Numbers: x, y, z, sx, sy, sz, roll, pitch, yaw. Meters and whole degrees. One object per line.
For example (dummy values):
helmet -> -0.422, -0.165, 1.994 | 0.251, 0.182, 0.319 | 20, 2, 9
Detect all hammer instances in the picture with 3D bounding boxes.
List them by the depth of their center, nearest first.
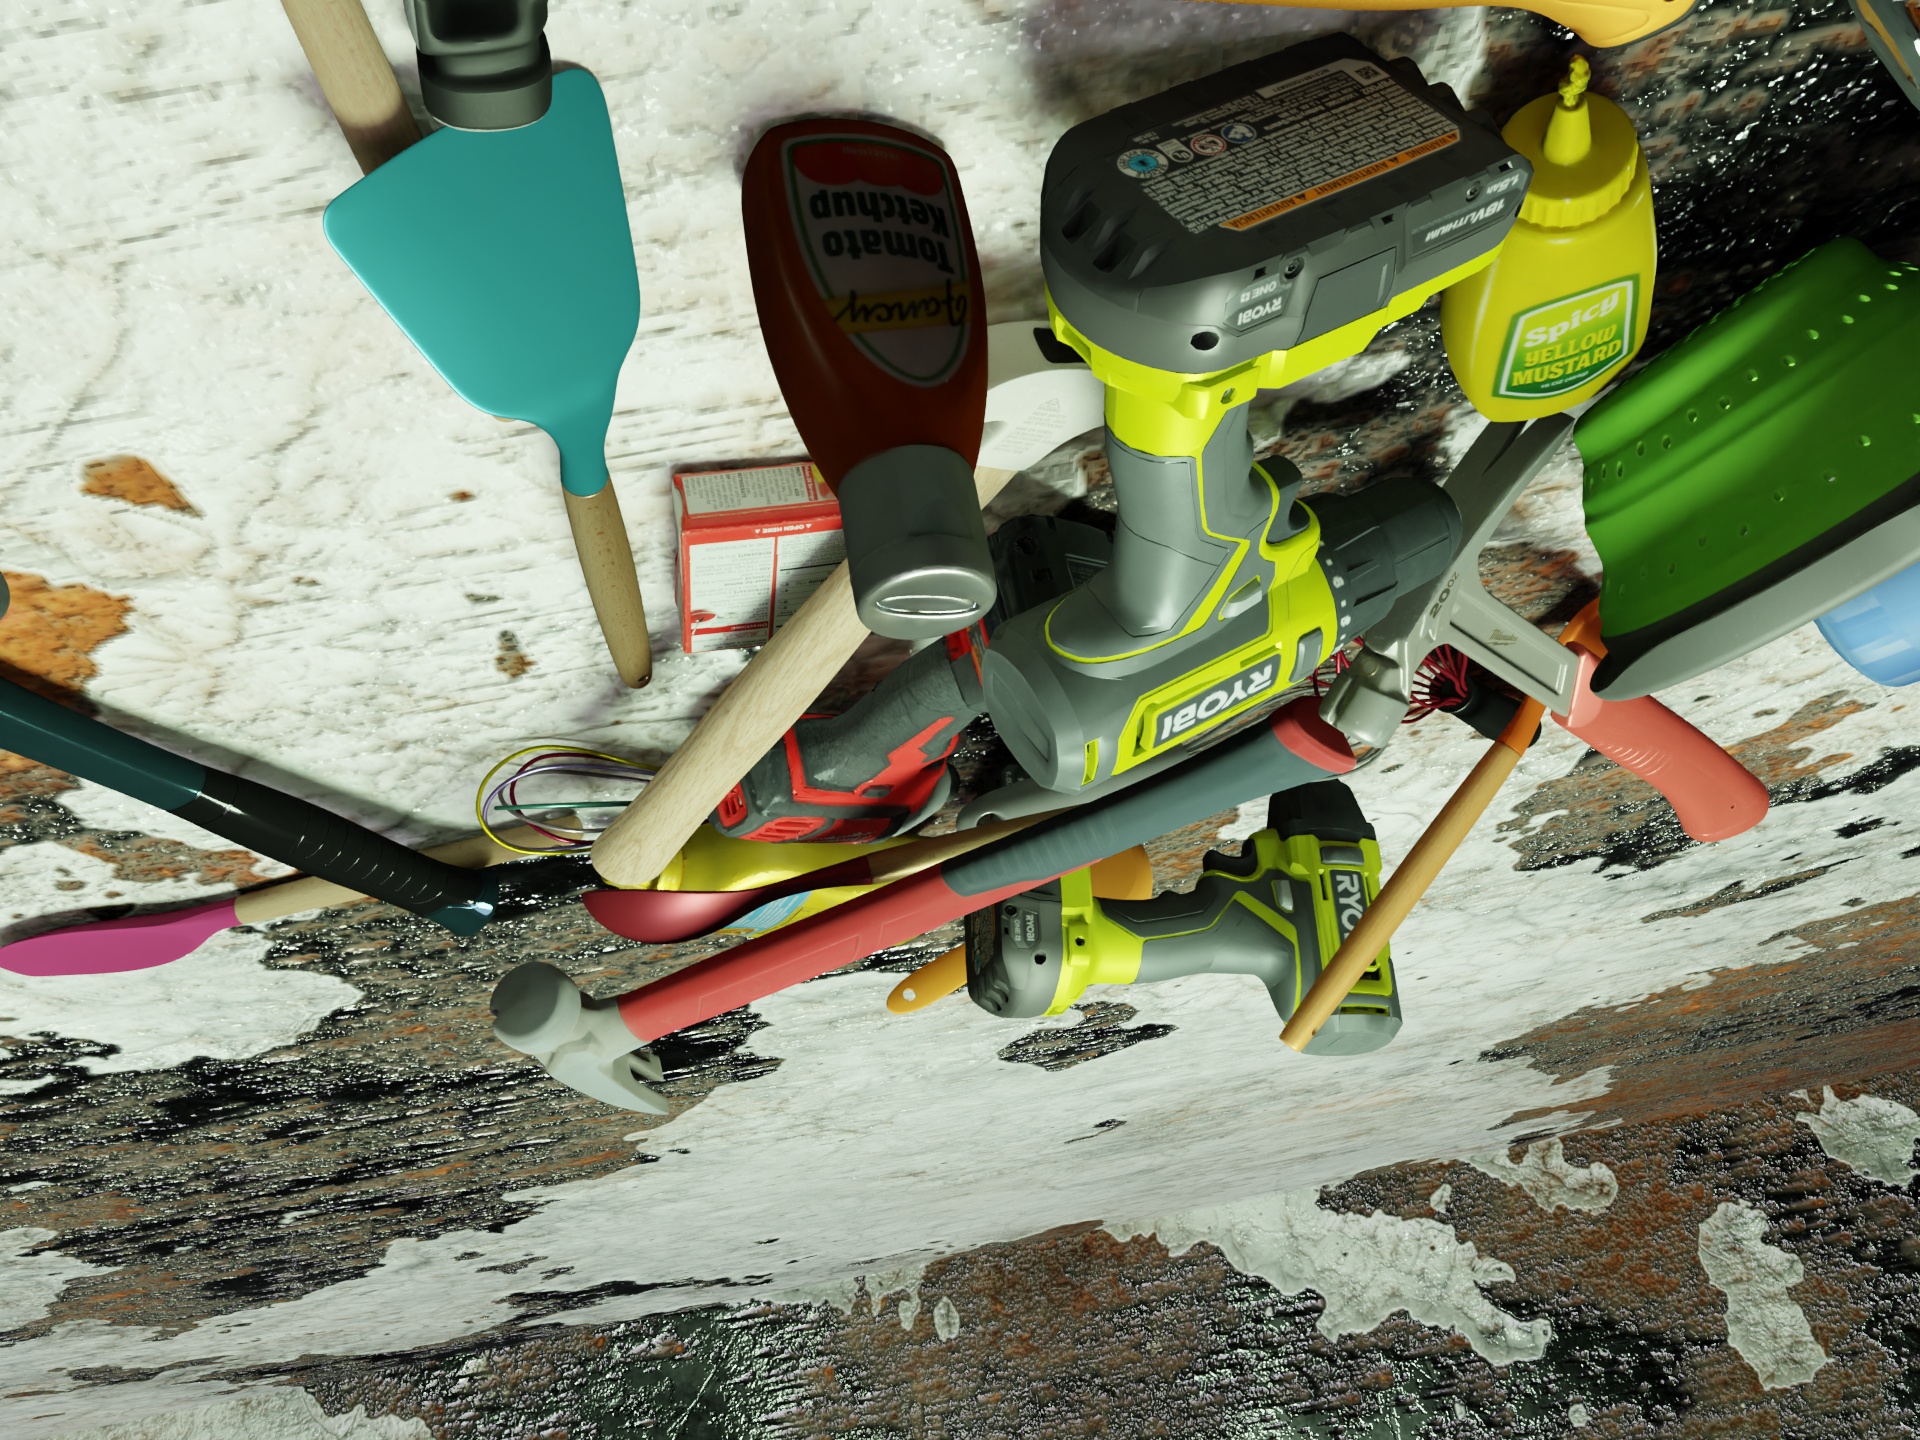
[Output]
hammer -> 0.039, -0.197, 0.382 | 0.336, 0.034, 0.127 | -5, 154, -14
hammer -> -0.058, -0.028, 0.603 | 0.130, 0.031, 0.331 | 0, 146, -43
hammer -> -0.319, 0.033, 0.677 | 0.128, 0.033, 0.330 | -21, 148, 20
hammer -> -0.007, 0.085, 0.723 | 0.386, 0.038, 0.143 | -22, 149, 6
hammer -> 0.305, -0.014, 0.744 | 0.358, 0.037, 0.149 | 22, 103, -42

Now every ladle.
ladle -> -0.018, 0.063, 0.747 | 0.315, 0.031, 0.069 | -12, 169, -7

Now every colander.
colander -> 0.284, -0.103, 0.483 | 0.204, 0.094, 0.397 | -36, 177, 3

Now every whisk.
whisk -> -0.114, 0.036, 0.783 | 0.245, 0.047, 0.051 | 0, 164, -31
whisk -> 0.240, -0.018, 0.795 | 0.073, 0.073, 0.295 | -27, 156, 28
whisk -> 0.111, 0.025, 0.806 | 0.239, 0.055, 0.055 | -15, 155, -11

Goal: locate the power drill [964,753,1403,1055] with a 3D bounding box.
power drill -> 0.118, 0.087, 0.853 | 0.223, 0.171, 0.080 | 5, 152, -13

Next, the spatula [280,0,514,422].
spatula -> -0.153, -0.169, 0.374 | 0.060, 0.018, 0.315 | -30, 157, -11

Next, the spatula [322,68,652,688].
spatula -> -0.130, -0.080, 0.544 | 0.082, 0.044, 0.317 | -38, 168, -17

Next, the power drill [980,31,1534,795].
power drill -> 0.100, -0.088, 0.511 | 0.190, 0.080, 0.228 | -26, 146, -18

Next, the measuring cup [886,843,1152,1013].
measuring cup -> 0.033, 0.110, 0.893 | 0.173, 0.095, 0.052 | -28, 159, -26

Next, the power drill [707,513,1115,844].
power drill -> -0.001, -0.002, 0.705 | 0.143, 0.079, 0.219 | 5, 154, -46

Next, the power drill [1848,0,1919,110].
power drill -> 0.323, -0.200, 0.379 | 0.185, 0.084, 0.226 | -31, 165, 34

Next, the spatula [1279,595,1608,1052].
spatula -> 0.266, 0.038, 0.793 | 0.322, 0.041, 0.081 | -53, 144, -2

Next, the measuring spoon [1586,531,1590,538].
measuring spoon -> 0.335, -0.109, 0.710 | 0.117, 0.011, 0.021 | -25, 157, 33

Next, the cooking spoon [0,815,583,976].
cooking spoon -> -0.347, 0.092, 0.821 | 0.319, 0.017, 0.068 | -13, 155, 5
